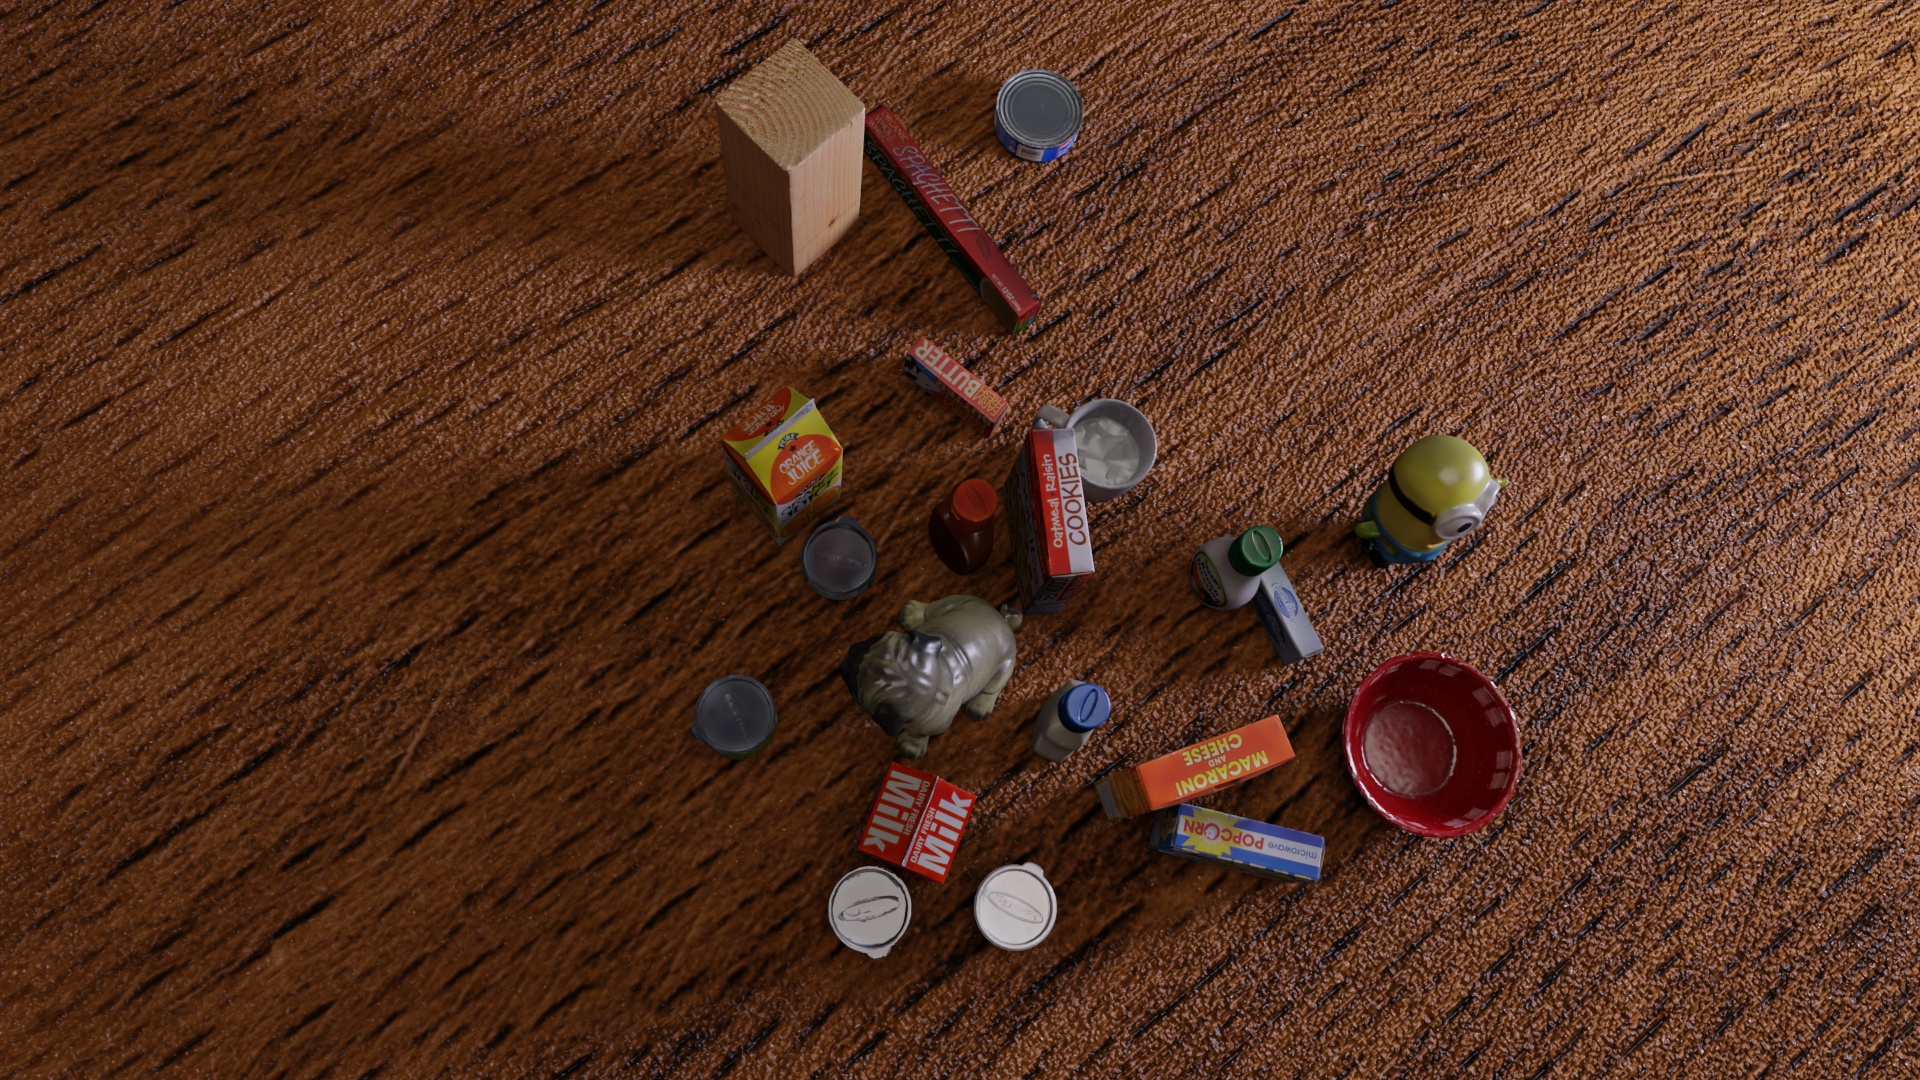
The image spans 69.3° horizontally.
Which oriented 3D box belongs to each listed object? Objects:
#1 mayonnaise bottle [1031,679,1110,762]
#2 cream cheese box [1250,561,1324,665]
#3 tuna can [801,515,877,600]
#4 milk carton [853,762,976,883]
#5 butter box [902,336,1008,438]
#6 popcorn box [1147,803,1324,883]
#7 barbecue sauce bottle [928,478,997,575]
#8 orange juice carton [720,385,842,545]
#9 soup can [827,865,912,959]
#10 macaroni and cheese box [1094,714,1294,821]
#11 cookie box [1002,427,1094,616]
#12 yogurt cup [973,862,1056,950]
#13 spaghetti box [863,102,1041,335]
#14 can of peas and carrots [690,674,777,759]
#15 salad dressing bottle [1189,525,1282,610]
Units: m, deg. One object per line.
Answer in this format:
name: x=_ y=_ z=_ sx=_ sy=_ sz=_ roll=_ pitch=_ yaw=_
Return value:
mayonnaise bottle: x=0.092 y=0.147 z=1.152 sx=0.041 sy=0.147 sz=0.065 roll=25 pitch=75 yaw=1
cream cheese box: x=0.284 y=0.060 z=1.243 sx=0.024 sy=0.053 sz=0.104 roll=-23 pitch=79 yaw=-11
tuna can: x=-0.106 y=0.016 z=1.225 sx=0.071 sy=0.032 sz=0.071 roll=1 pitch=76 yaw=-6
milk carton: x=-0.037 y=0.224 z=1.096 sx=0.073 sy=0.190 sz=0.072 roll=22 pitch=75 yaw=0
butter box: x=-0.005 y=-0.139 z=1.265 sx=0.103 sy=0.053 sz=0.024 roll=39 pitch=76 yaw=4
popcorn box: x=0.231 y=0.256 z=1.171 sx=0.127 sy=0.085 sz=0.038 roll=14 pitch=75 yaw=-2
barbecue sauce bottle: x=0.004 y=-0.015 z=1.184 sx=0.044 sy=0.148 sz=0.065 roll=-31 pitch=81 yaw=-12
orange juice carton: x=-0.148 y=-0.065 z=1.158 sx=0.072 sy=0.192 sz=0.073 roll=-40 pitch=83 yaw=-13
soup can: x=-0.075 y=0.301 z=1.128 sx=0.071 sy=0.083 sz=0.071 roll=1 pitch=76 yaw=-6
macaroni and cheese box: x=0.188 y=0.190 z=1.141 sx=0.124 sy=0.166 sz=0.040 roll=-18 pitch=79 yaw=-10
cookie box: x=0.072 y=-0.012 z=1.181 sx=0.040 sy=0.167 sz=0.123 roll=-6 pitch=77 yaw=-7
yogurt cup: x=0.043 y=0.305 z=1.155 sx=0.072 sy=0.053 sz=0.072 roll=1 pitch=76 yaw=-6
spaghetti box: x=-0.012 y=-0.302 z=1.308 sx=0.029 sy=0.050 sz=0.250 roll=-36 pitch=82 yaw=-13
can of peas and carrots: x=-0.190 y=0.151 z=1.167 sx=0.071 sy=0.058 sz=0.071 roll=1 pitch=76 yaw=-6
salad dressing bottle: x=0.238 y=0.021 z=1.200 sx=0.044 sy=0.147 sz=0.064 roll=-21 pitch=79 yaw=-10
